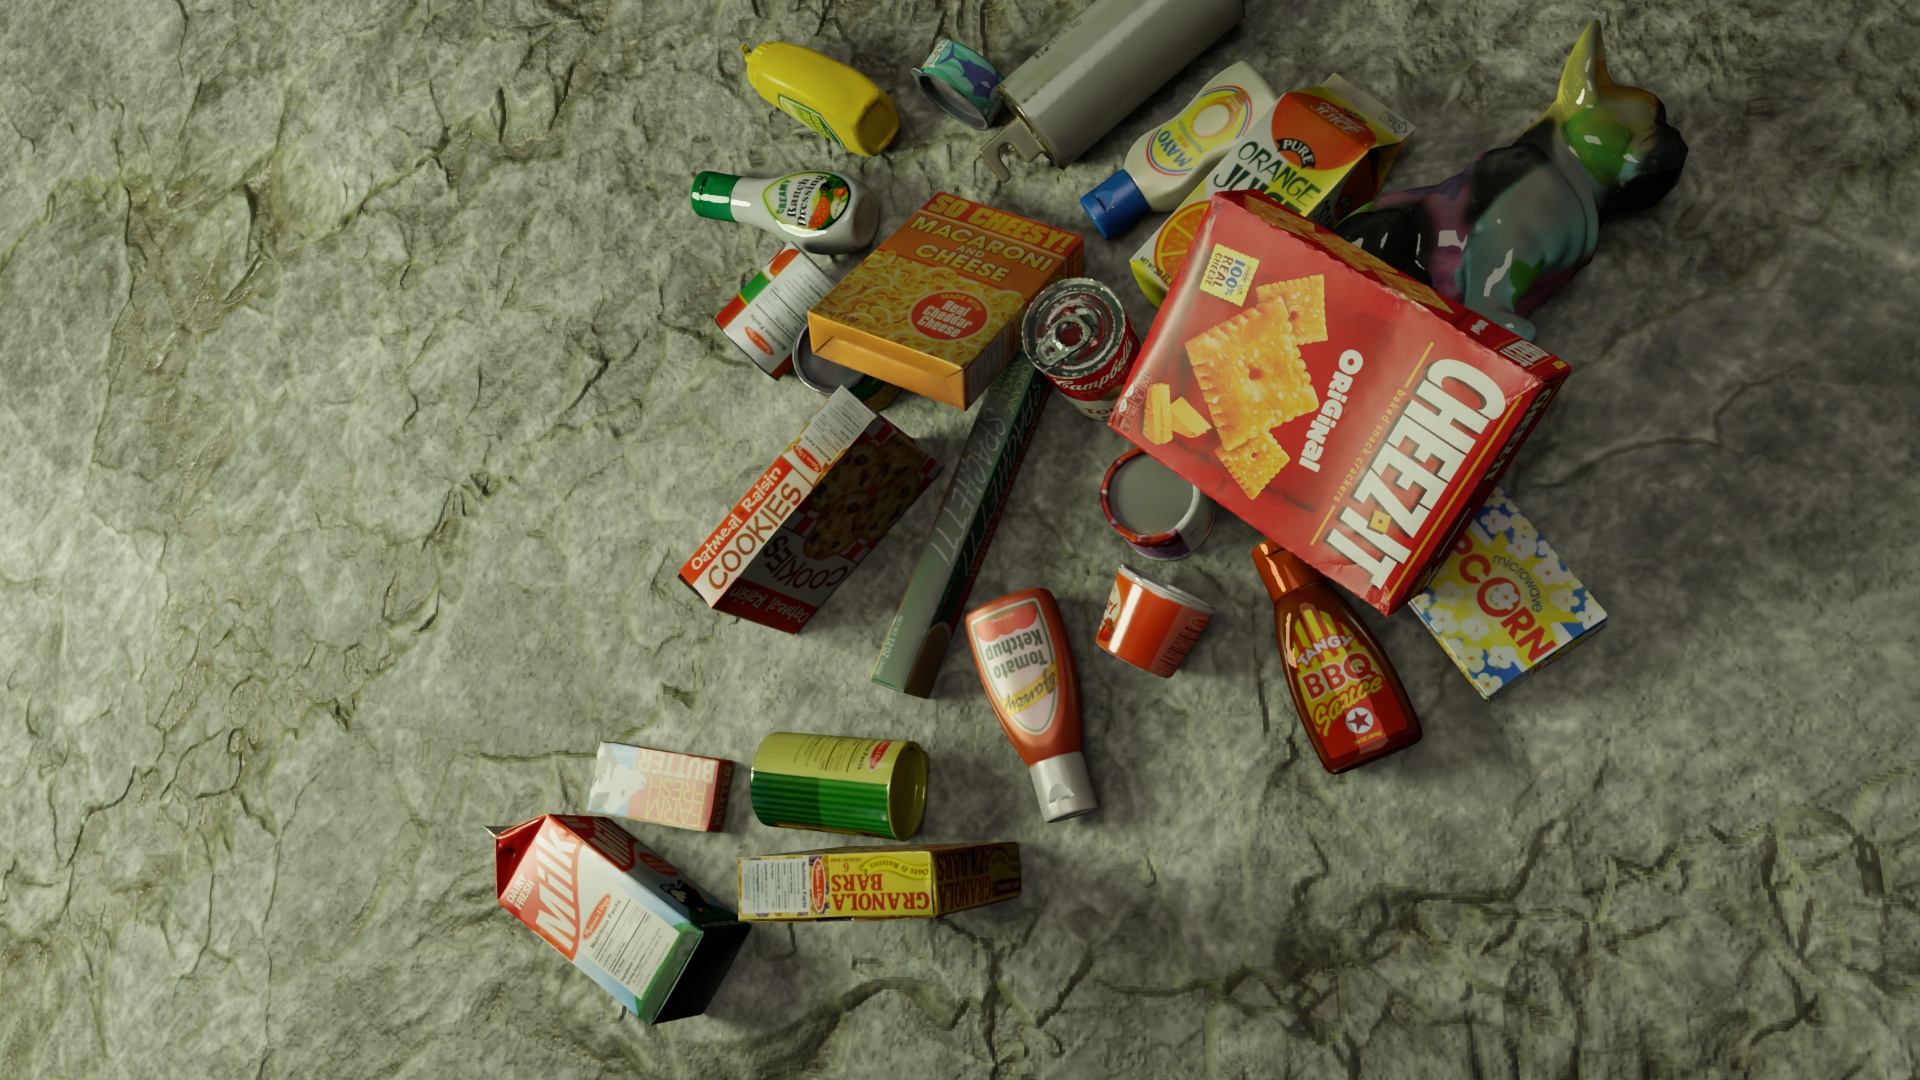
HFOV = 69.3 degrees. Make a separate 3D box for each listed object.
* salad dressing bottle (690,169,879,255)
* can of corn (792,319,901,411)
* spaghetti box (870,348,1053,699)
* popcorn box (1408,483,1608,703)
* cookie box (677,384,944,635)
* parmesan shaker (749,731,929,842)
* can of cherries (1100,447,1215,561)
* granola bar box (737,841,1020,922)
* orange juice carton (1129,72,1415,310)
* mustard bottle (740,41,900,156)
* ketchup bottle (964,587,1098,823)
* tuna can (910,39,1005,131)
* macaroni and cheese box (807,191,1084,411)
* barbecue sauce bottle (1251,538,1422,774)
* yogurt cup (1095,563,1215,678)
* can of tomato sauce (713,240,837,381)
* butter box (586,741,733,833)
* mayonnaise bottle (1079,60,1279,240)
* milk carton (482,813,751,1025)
[{"bbox_3d":[-0.137,-0.257,1.068,0.148,0.044,0.064,13,78,22],"label":"salad dressing bottle"},{"bbox_3d":[-0.078,-0.132,1.010,0.071,0.058,0.071,-4,76,19],"label":"can of corn"},{"bbox_3d":[0.003,-0.012,0.958,0.029,0.050,0.250,20,85,21],"label":"spaghetti box"},{"bbox_3d":[0.316,0.023,0.845,0.085,0.038,0.127,-36,69,8],"label":"popcorn box"},{"bbox_3d":[-0.100,-0.016,0.956,0.040,0.123,0.167,43,94,23],"label":"cookie box"},{"bbox_3d":[-0.081,0.164,0.940,0.103,0.071,0.071,1,78,21],"label":"parmesan shaker"},{"bbox_3d":[0.127,-0.024,0.912,0.071,0.058,0.071,-4,77,18],"label":"can of cherries"},{"bbox_3d":[-0.045,0.210,0.861,0.124,0.165,0.039,-6,79,18],"label":"granola bar box"},{"bbox_3d":[0.208,-0.221,0.922,0.192,0.073,0.072,-47,67,4],"label":"orange juice carton"},{"bbox_3d":[-0.119,-0.351,1.076,0.160,0.065,0.049,35,86,29],"label":"mustard bottle"},{"bbox_3d":[0.052,0.109,0.916,0.064,0.043,0.149,-21,72,14],"label":"ketchup bottle"},{"bbox_3d":[0.001,-0.338,1.025,0.071,0.071,0.033,34,89,23],"label":"tuna can"},{"bbox_3d":[-0.007,-0.169,0.958,0.124,0.040,0.167,23,51,21],"label":"macaroni and cheese box"},{"bbox_3d":[0.227,0.066,0.864,0.065,0.043,0.149,-26,70,13],"label":"barbecue sauce bottle"},{"bbox_3d":[0.123,0.053,0.894,0.072,0.072,0.054,27,96,23],"label":"yogurt cup"},{"bbox_3d":[-0.132,-0.172,1.036,0.083,0.071,0.071,-45,68,5],"label":"can of tomato sauce"},{"bbox_3d":[-0.217,0.178,1.005,0.103,0.024,0.053,4,80,21],"label":"butter box"},{"bbox_3d":[0.154,-0.267,0.969,0.148,0.041,0.065,-34,71,9],"label":"mayonnaise bottle"},{"bbox_3d":[-0.250,0.251,0.975,0.191,0.072,0.073,29,89,22],"label":"milk carton"}]
